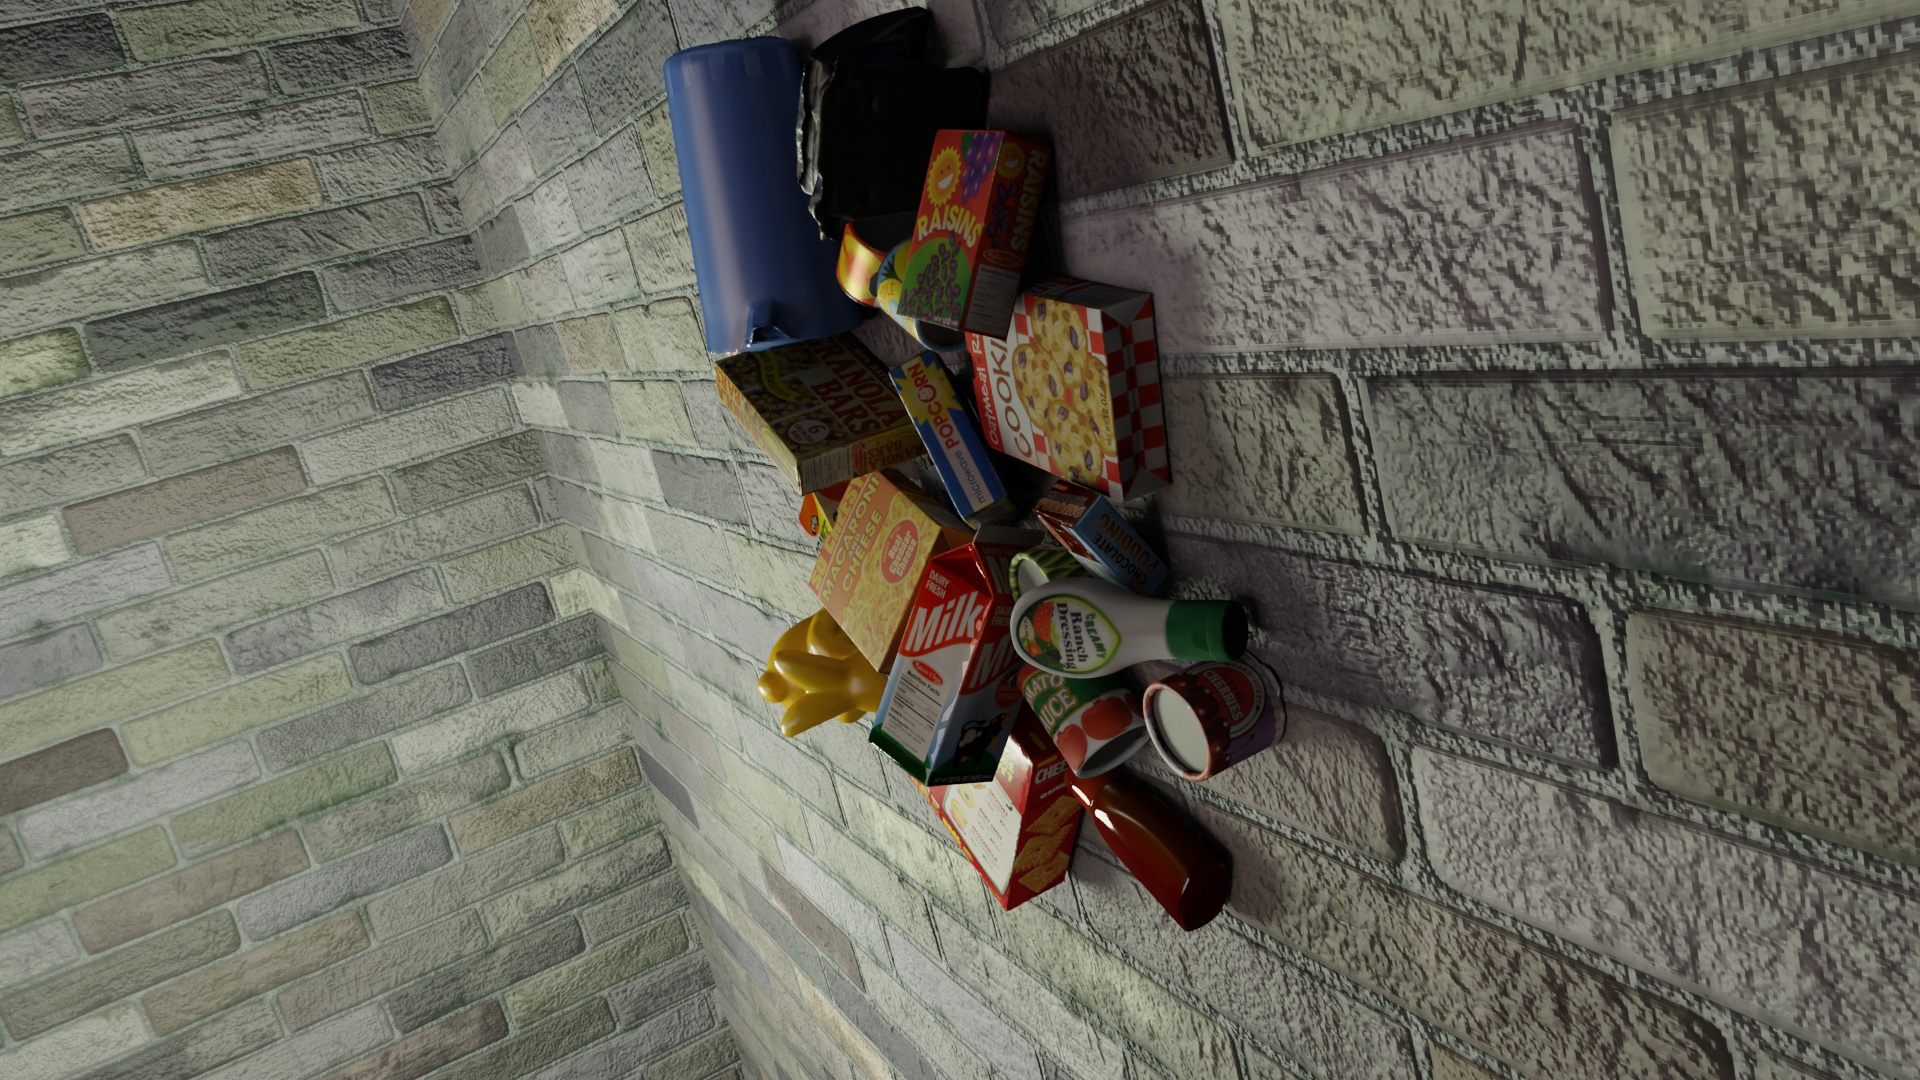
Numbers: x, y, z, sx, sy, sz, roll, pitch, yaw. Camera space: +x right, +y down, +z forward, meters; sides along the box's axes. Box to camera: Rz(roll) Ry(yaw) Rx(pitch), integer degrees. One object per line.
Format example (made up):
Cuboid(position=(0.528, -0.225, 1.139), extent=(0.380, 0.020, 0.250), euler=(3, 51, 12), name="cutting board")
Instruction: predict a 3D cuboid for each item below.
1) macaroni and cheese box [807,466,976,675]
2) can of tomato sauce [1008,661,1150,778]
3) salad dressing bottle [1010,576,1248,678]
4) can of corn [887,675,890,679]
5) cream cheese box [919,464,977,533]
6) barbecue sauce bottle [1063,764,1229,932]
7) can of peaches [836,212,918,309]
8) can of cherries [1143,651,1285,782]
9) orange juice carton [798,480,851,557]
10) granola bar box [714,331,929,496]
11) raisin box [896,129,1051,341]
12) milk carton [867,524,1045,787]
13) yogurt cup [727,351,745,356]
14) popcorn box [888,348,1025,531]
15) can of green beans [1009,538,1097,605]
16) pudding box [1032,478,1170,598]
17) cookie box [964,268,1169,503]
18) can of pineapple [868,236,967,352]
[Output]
Cuboid(position=(-0.058, 0.018, 1.103), extent=(0.167, 0.040, 0.123), euler=(41, 110, 56), name="macaroni and cheese box")
Cuboid(position=(0.086, 0.116, 0.979), extent=(0.083, 0.071, 0.070), euler=(56, 153, 27), name="can of tomato sauce")
Cuboid(position=(0.103, 0.054, 0.856), extent=(0.147, 0.044, 0.064), euler=(-2, 102, 37), name="salad dressing bottle")
Cuboid(position=(-0.026, 0.118, 1.231), extent=(0.071, 0.058, 0.070), euler=(45, 146, 42), name="can of corn")
Cuboid(position=(0.004, -0.014, 1.106), extent=(0.104, 0.024, 0.053), euler=(67, 157, 5), name="cream cheese box")
Cuboid(position=(0.129, 0.208, 0.994), extent=(0.149, 0.044, 0.064), euler=(43, 145, 46), name="barbecue sauce bottle")
Cuboid(position=(-0.056, -0.215, 1.021), extent=(0.071, 0.071, 0.057), euler=(59, 154, 21), name="can of peaches")
Cuboid(position=(0.153, 0.104, 0.841), extent=(0.072, 0.058, 0.071), euler=(46, 148, 42), name="can of cherries")
Cuboid(position=(-0.087, -0.003, 1.247), extent=(0.193, 0.073, 0.071), euler=(61, 156, 19), name="orange juice carton")
Cuboid(position=(-0.115, -0.113, 1.156), extent=(0.166, 0.124, 0.038), euler=(47, 147, 41), name="granola bar box")
Cuboid(position=(0.008, -0.194, 0.878), extent=(0.086, 0.040, 0.123), euler=(26, 106, 57), name="raisin box")
Cuboid(position=(0.008, 0.078, 1.014), extent=(0.073, 0.072, 0.190), euler=(30, 107, 42), name="milk carton")
Cuboid(position=(-0.197, -0.194, 1.342), extent=(0.054, 0.073, 0.072), euler=(48, 149, 24), name="yogurt cup")
Cuboid(position=(-0.001, -0.069, 1.012), extent=(0.127, 0.038, 0.085), euler=(64, -173, 13), name="popcorn box")
Cuboid(position=(0.074, 0.030, 0.950), extent=(0.071, 0.058, 0.071), euler=(45, 146, 43), name="can of green beans")
Cuboid(position=(0.090, 0.001, 0.882), extent=(0.083, 0.030, 0.050), euler=(45, 170, -30), name="pudding box")
Cuboid(position=(0.062, -0.105, 0.890), extent=(0.168, 0.040, 0.122), euler=(29, 134, 56), name="cookie box")
Cuboid(position=(-0.019, -0.172, 0.974), extent=(0.058, 0.071, 0.070), euler=(45, 147, 42), name="can of pineapple")
